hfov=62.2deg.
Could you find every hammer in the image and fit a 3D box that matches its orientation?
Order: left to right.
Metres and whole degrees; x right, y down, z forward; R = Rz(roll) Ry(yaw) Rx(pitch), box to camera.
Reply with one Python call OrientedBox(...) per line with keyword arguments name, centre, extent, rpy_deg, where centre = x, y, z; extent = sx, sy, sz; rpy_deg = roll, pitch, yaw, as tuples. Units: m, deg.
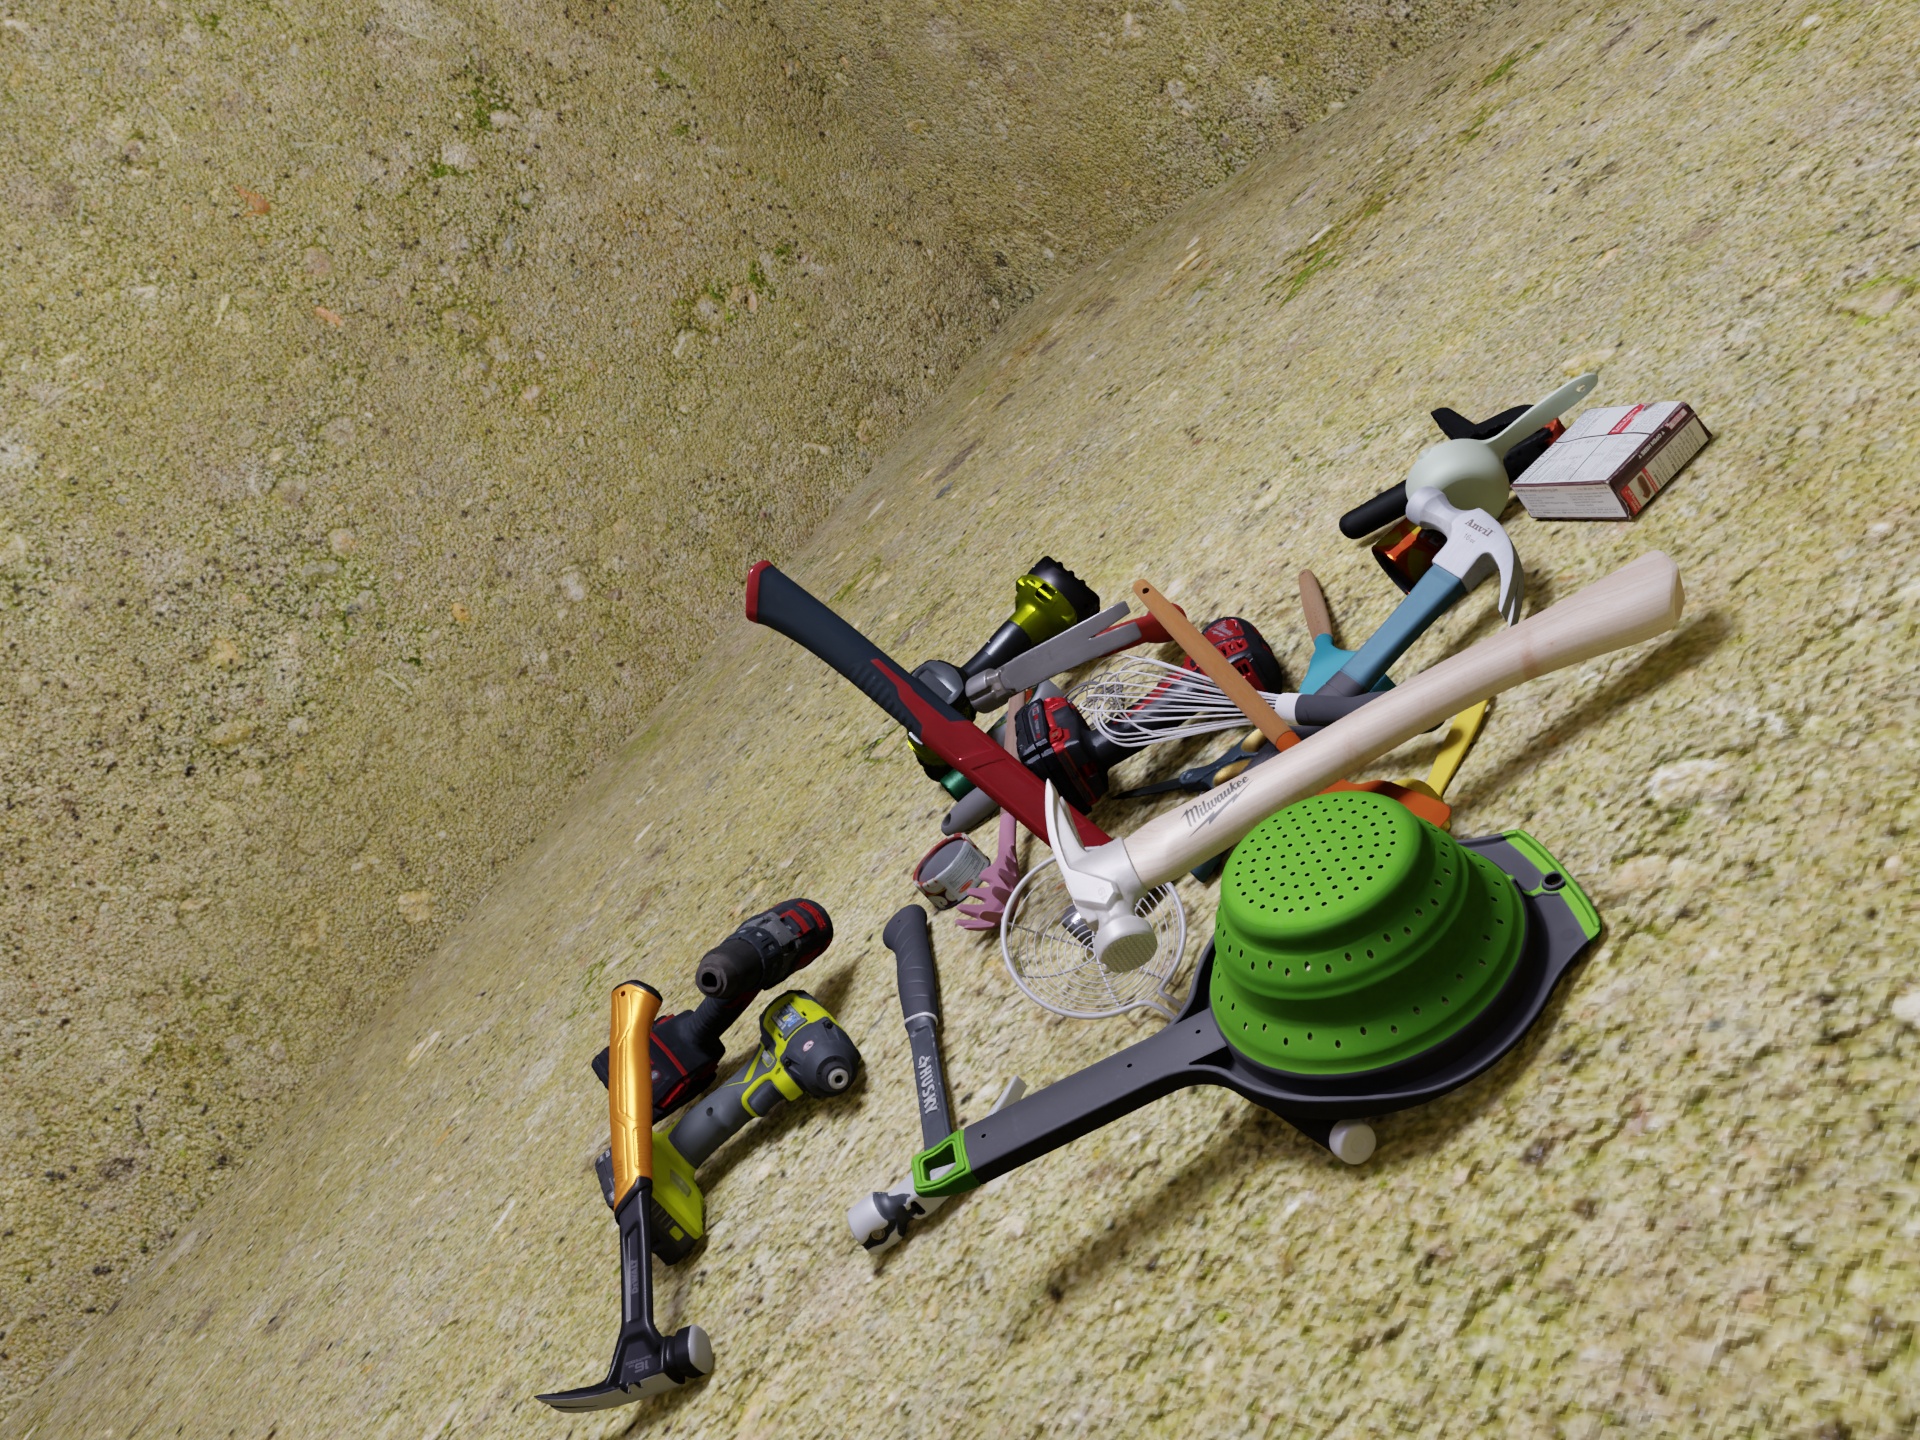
OrientedBox(name="hammer", centre=(-0.255, 0.345, 1.207), extent=(0.127, 0.034, 0.337), rpy_deg=(-22, 46, 11))
OrientedBox(name="hammer", centre=(-0.026, 0.238, 1.222), extent=(0.149, 0.036, 0.409), rpy_deg=(-39, 17, 7))
OrientedBox(name="hammer", centre=(-0.002, -0.004, 1.200), extent=(0.143, 0.386, 0.038), rpy_deg=(-49, -9, -10))
OrientedBox(name="hammer", centre=(0.137, -0.072, 1.360), extent=(0.149, 0.037, 0.359), rpy_deg=(-26, -2, 26))
OrientedBox(name="hammer", centre=(0.270, -0.018, 1.135), extent=(0.331, 0.033, 0.128), rpy_deg=(-48, 45, 2))
OrientedBox(name="hammer", centre=(0.245, 0.004, 0.985), extent=(0.410, 0.038, 0.146), rpy_deg=(-29, 44, 8))

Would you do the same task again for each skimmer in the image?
OrientedBox(name="skimmer", centre=(0.130, 0.164, 0.963), extent=(0.127, 0.090, 0.363), rpy_deg=(-35, 17, -10))

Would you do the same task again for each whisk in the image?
OrientedBox(name="whisk", centre=(0.064, 0.036, 1.480), extent=(0.239, 0.055, 0.055), rpy_deg=(-41, 16, 26))
OrientedBox(name="whisk", centre=(0.205, -0.008, 1.120), extent=(0.285, 0.070, 0.070), rpy_deg=(4, 45, 40))

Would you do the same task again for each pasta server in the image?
OrientedBox(name="pasta server", centre=(0.038, 0.063, 1.402), extent=(0.060, 0.040, 0.316), rpy_deg=(-46, 25, 37))

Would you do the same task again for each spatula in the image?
OrientedBox(name="spatula", centre=(0.200, -0.007, 1.061), extent=(0.081, 0.041, 0.323), rpy_deg=(-41, 49, 5))
OrientedBox(name="spatula", centre=(0.293, -0.062, 1.271), extent=(0.082, 0.044, 0.318), rpy_deg=(-36, 14, 20))

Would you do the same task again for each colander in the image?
OrientedBox(name="colander", centre=(0.133, 0.142, 0.859), extent=(0.397, 0.094, 0.205), rpy_deg=(-27, 27, 6))

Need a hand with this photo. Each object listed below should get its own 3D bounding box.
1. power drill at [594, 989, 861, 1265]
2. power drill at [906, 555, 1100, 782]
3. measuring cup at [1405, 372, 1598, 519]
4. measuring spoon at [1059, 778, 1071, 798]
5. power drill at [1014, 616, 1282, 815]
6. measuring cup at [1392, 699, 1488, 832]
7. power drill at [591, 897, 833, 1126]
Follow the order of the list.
OrientedBox(name="power drill", centre=(-0.182, 0.323, 1.290), extent=(0.223, 0.080, 0.171), rpy_deg=(-42, 16, -11))
OrientedBox(name="power drill", centre=(0.035, -0.042, 1.608), extent=(0.228, 0.080, 0.190), rpy_deg=(-43, -21, -18))
OrientedBox(name="measuring cup", centre=(0.420, -0.203, 1.221), extent=(0.167, 0.083, 0.038), rpy_deg=(-39, 32, 32))
OrientedBox(name="measuring spoon", centre=(0.110, 0.051, 1.414), extent=(0.128, 0.021, 0.042), rpy_deg=(-42, 18, -31))
OrientedBox(name="power drill", centre=(0.158, -0.013, 1.331), extent=(0.219, 0.078, 0.143), rpy_deg=(-29, 19, 11))
OrientedBox(name="measuring cup", centre=(0.302, 0.026, 1.023), extent=(0.062, 0.029, 0.156), rpy_deg=(-14, 35, 56))
OrientedBox(name="power drill", centre=(-0.221, 0.253, 1.388), extent=(0.226, 0.080, 0.188), rpy_deg=(-47, -10, 19))
